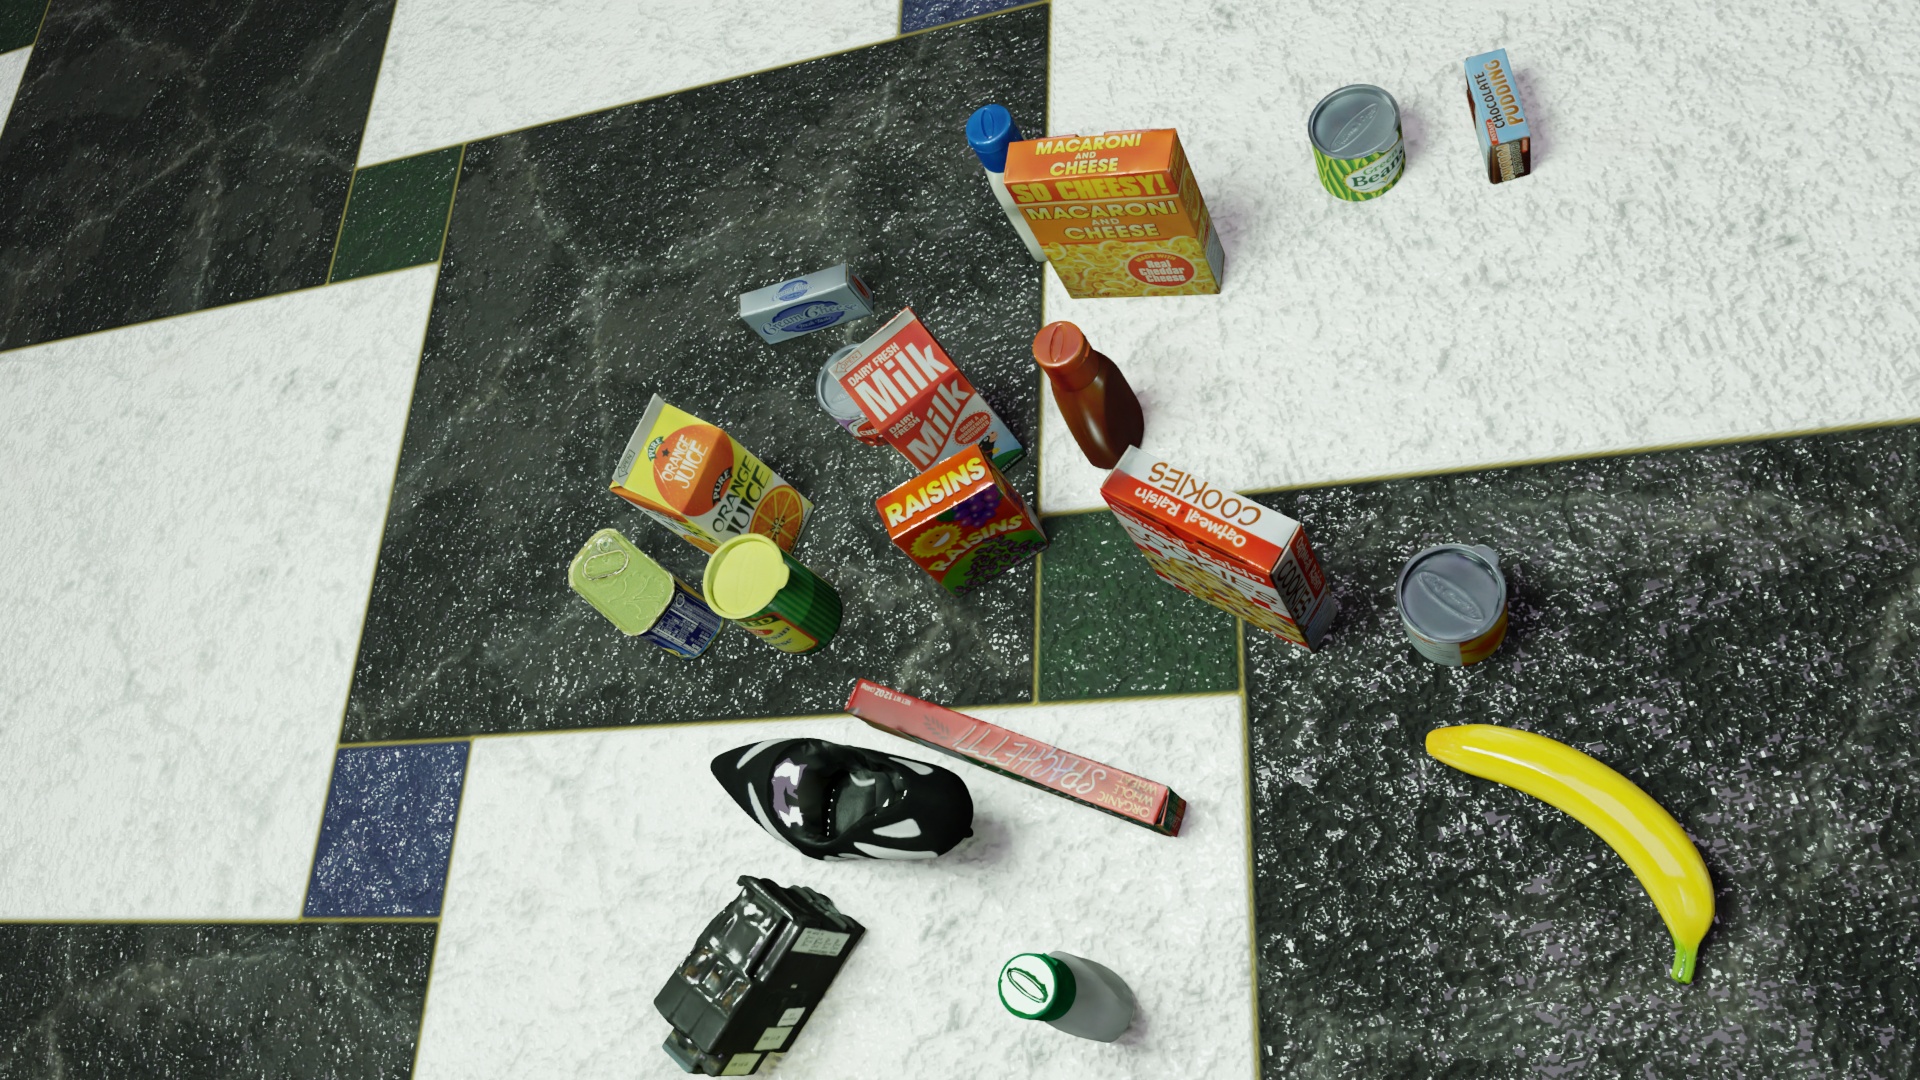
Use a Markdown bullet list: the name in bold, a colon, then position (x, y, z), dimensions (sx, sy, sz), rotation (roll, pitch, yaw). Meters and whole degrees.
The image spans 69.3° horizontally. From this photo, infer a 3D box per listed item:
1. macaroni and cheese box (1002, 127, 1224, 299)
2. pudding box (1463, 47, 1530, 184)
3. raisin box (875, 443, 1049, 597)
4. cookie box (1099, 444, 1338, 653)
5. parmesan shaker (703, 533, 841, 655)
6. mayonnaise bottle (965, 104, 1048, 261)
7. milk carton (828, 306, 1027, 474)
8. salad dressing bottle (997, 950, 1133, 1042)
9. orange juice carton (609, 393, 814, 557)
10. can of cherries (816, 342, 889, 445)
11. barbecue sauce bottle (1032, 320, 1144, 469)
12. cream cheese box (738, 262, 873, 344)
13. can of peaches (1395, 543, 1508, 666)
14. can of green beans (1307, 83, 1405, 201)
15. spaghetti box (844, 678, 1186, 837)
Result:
- **macaroni and cheese box**: position (0.117, -0.238, 1.031), dimensions (0.123, 0.166, 0.040), rotation (2, 70, 23)
- **pudding box**: position (0.392, -0.310, 1.014), dimensions (0.030, 0.049, 0.084), rotation (-13, 64, 18)
- **raisin box**: position (0.004, -0.013, 1.008), dimensions (0.086, 0.123, 0.040), rotation (-29, 61, 10)
- **cookie box**: position (0.171, 0.009, 0.903), dimensions (0.123, 0.167, 0.040), rotation (28, 82, 29)
- **parmesan shaker**: position (-0.138, 0.044, 1.055), dimensions (0.071, 0.103, 0.071), rotation (-8, 66, 20)
- **mayonnaise bottle**: position (0.047, -0.282, 1.089), dimensions (0.041, 0.147, 0.065), rotation (-15, 64, 17)
- **milk carton**: position (-0.027, -0.103, 1.020), dimensions (0.072, 0.190, 0.073), rotation (-38, 60, 4)
- **salad dressing bottle**: position (0.064, 0.276, 0.847), dimensions (0.064, 0.147, 0.044), rotation (31, 84, 30)
- **orange juice carton**: position (-0.196, -0.041, 1.063), dimensions (0.073, 0.192, 0.072), rotation (18, 77, 28)
- **can of cherries**: position (-0.074, -0.115, 1.121), dimensions (0.071, 0.058, 0.072), rotation (-8, 66, 19)
- **barbecue sauce bottle**: position (0.093, -0.106, 0.996), dimensions (0.043, 0.148, 0.065), rotation (3, 71, 24)
- **cream cheese box**: position (-0.131, -0.201, 1.184), dimensions (0.104, 0.053, 0.024), rotation (-13, 65, 17)
- **can of peaches**: position (0.318, 0.041, 0.892), dimensions (0.071, 0.058, 0.071), rotation (-8, 66, 19)
- **can of green beans**: position (0.298, -0.298, 1.043), dimensions (0.071, 0.057, 0.071), rotation (-8, 66, 19)
- **spaghetti box**: position (0.036, 0.150, 0.968), dimensions (0.250, 0.050, 0.029), rotation (16, 76, 27)
